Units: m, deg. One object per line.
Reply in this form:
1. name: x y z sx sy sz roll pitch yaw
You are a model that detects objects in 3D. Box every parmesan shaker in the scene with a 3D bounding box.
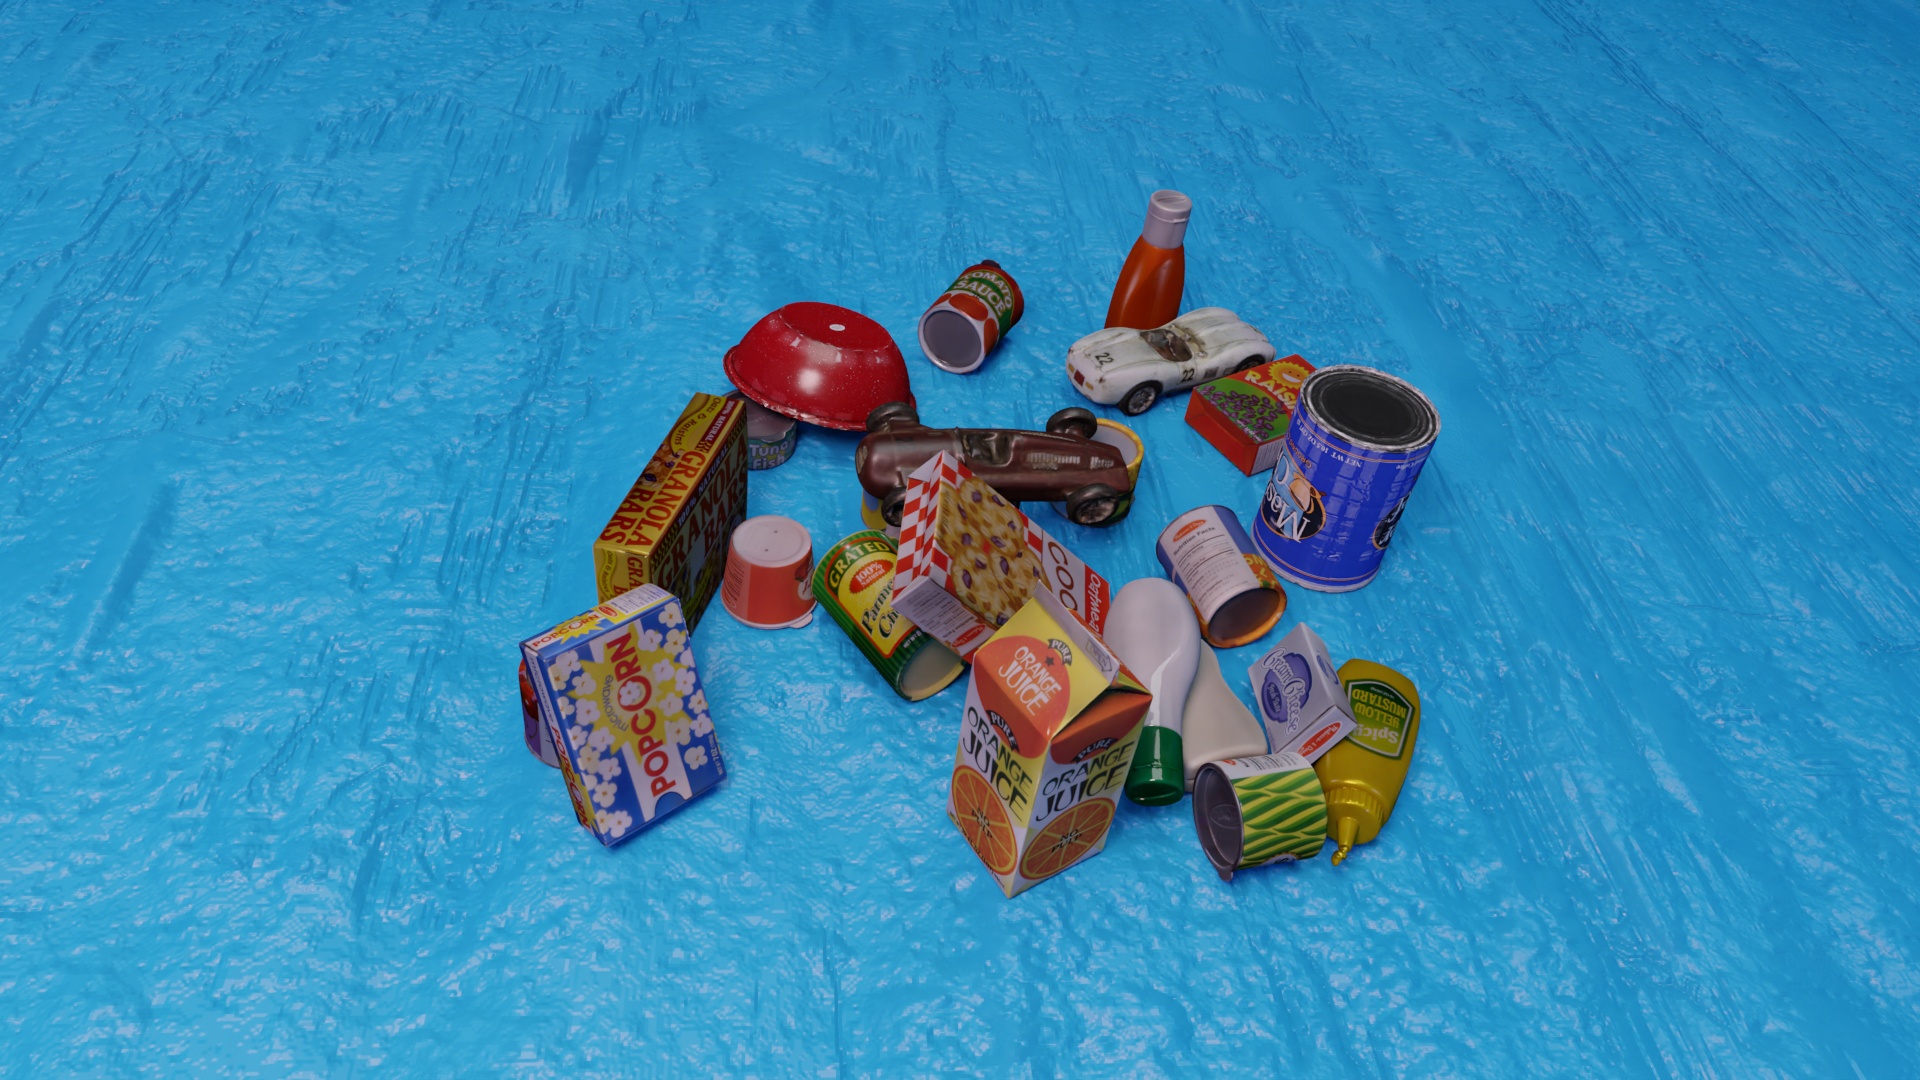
1. parmesan shaker: -0.043 0.048 0.931 0.071 0.071 0.103 -22 50 -31

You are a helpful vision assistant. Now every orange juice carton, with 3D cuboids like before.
1. orange juice carton: 0.050 0.110 0.785 0.073 0.191 0.072 -20 50 -28

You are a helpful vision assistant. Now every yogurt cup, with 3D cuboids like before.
1. yogurt cup: -0.131 0.019 0.957 0.072 0.053 0.073 5 41 -4

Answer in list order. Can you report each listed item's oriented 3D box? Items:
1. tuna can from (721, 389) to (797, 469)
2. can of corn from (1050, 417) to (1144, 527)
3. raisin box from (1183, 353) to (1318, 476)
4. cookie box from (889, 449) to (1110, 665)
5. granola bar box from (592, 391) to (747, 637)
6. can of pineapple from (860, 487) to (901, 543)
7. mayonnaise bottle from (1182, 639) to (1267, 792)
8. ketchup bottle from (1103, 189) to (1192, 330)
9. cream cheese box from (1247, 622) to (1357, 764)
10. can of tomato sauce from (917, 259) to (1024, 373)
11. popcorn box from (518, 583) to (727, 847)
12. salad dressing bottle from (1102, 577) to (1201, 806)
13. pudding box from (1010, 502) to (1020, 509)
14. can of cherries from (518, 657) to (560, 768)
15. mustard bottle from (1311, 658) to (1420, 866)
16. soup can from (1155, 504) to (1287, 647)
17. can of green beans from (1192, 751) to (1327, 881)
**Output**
1. tuna can: -0.160 -0.086 1.084 0.071 0.032 0.071 5 41 -5
2. can of corn: 0.108 -0.054 1.078 0.071 0.058 0.071 5 42 -5
3. raisin box: 0.267 -0.108 1.184 0.124 0.039 0.086 -20 49 -27
4. cookie box: 0.031 0.036 0.912 0.167 0.040 0.123 38 34 -26
5. granola bar box: -0.186 -0.001 0.917 0.039 0.123 0.166 13 42 6
6. can of pineapple: -0.041 -0.041 1.038 0.071 0.057 0.071 5 42 -4
7. mayonnaise bottle: 0.149 0.098 0.931 0.065 0.041 0.149 -10 44 -11
8. ketchup bottle: 0.170 -0.234 1.224 0.065 0.148 0.044 -12 47 -22
9. cream cheese box: 0.222 0.102 0.912 0.024 0.053 0.104 38 22 -17
10. can of tomato sauce: 0.010 -0.195 1.209 0.071 0.070 0.083 22 44 14
11. popcorn box: -0.193 0.099 0.802 0.085 0.126 0.038 -28 28 -34
12. salad dressing bottle: 0.122 0.095 0.883 0.064 0.044 0.148 -14 49 24
13. pudding box: 0.004 -0.013 1.020 0.084 0.049 0.030 -26 54 -34
14. can of cherries: -0.235 0.095 0.850 0.071 0.058 0.072 5 42 -5
15. mustard bottle: 0.256 0.145 0.891 0.065 0.048 0.161 20 42 7
16. soup can: 0.189 0.027 1.001 0.071 0.071 0.084 -7 45 -18
17. can of green beans: 0.181 0.164 0.844 0.058 0.070 0.071 -5 43 -16
